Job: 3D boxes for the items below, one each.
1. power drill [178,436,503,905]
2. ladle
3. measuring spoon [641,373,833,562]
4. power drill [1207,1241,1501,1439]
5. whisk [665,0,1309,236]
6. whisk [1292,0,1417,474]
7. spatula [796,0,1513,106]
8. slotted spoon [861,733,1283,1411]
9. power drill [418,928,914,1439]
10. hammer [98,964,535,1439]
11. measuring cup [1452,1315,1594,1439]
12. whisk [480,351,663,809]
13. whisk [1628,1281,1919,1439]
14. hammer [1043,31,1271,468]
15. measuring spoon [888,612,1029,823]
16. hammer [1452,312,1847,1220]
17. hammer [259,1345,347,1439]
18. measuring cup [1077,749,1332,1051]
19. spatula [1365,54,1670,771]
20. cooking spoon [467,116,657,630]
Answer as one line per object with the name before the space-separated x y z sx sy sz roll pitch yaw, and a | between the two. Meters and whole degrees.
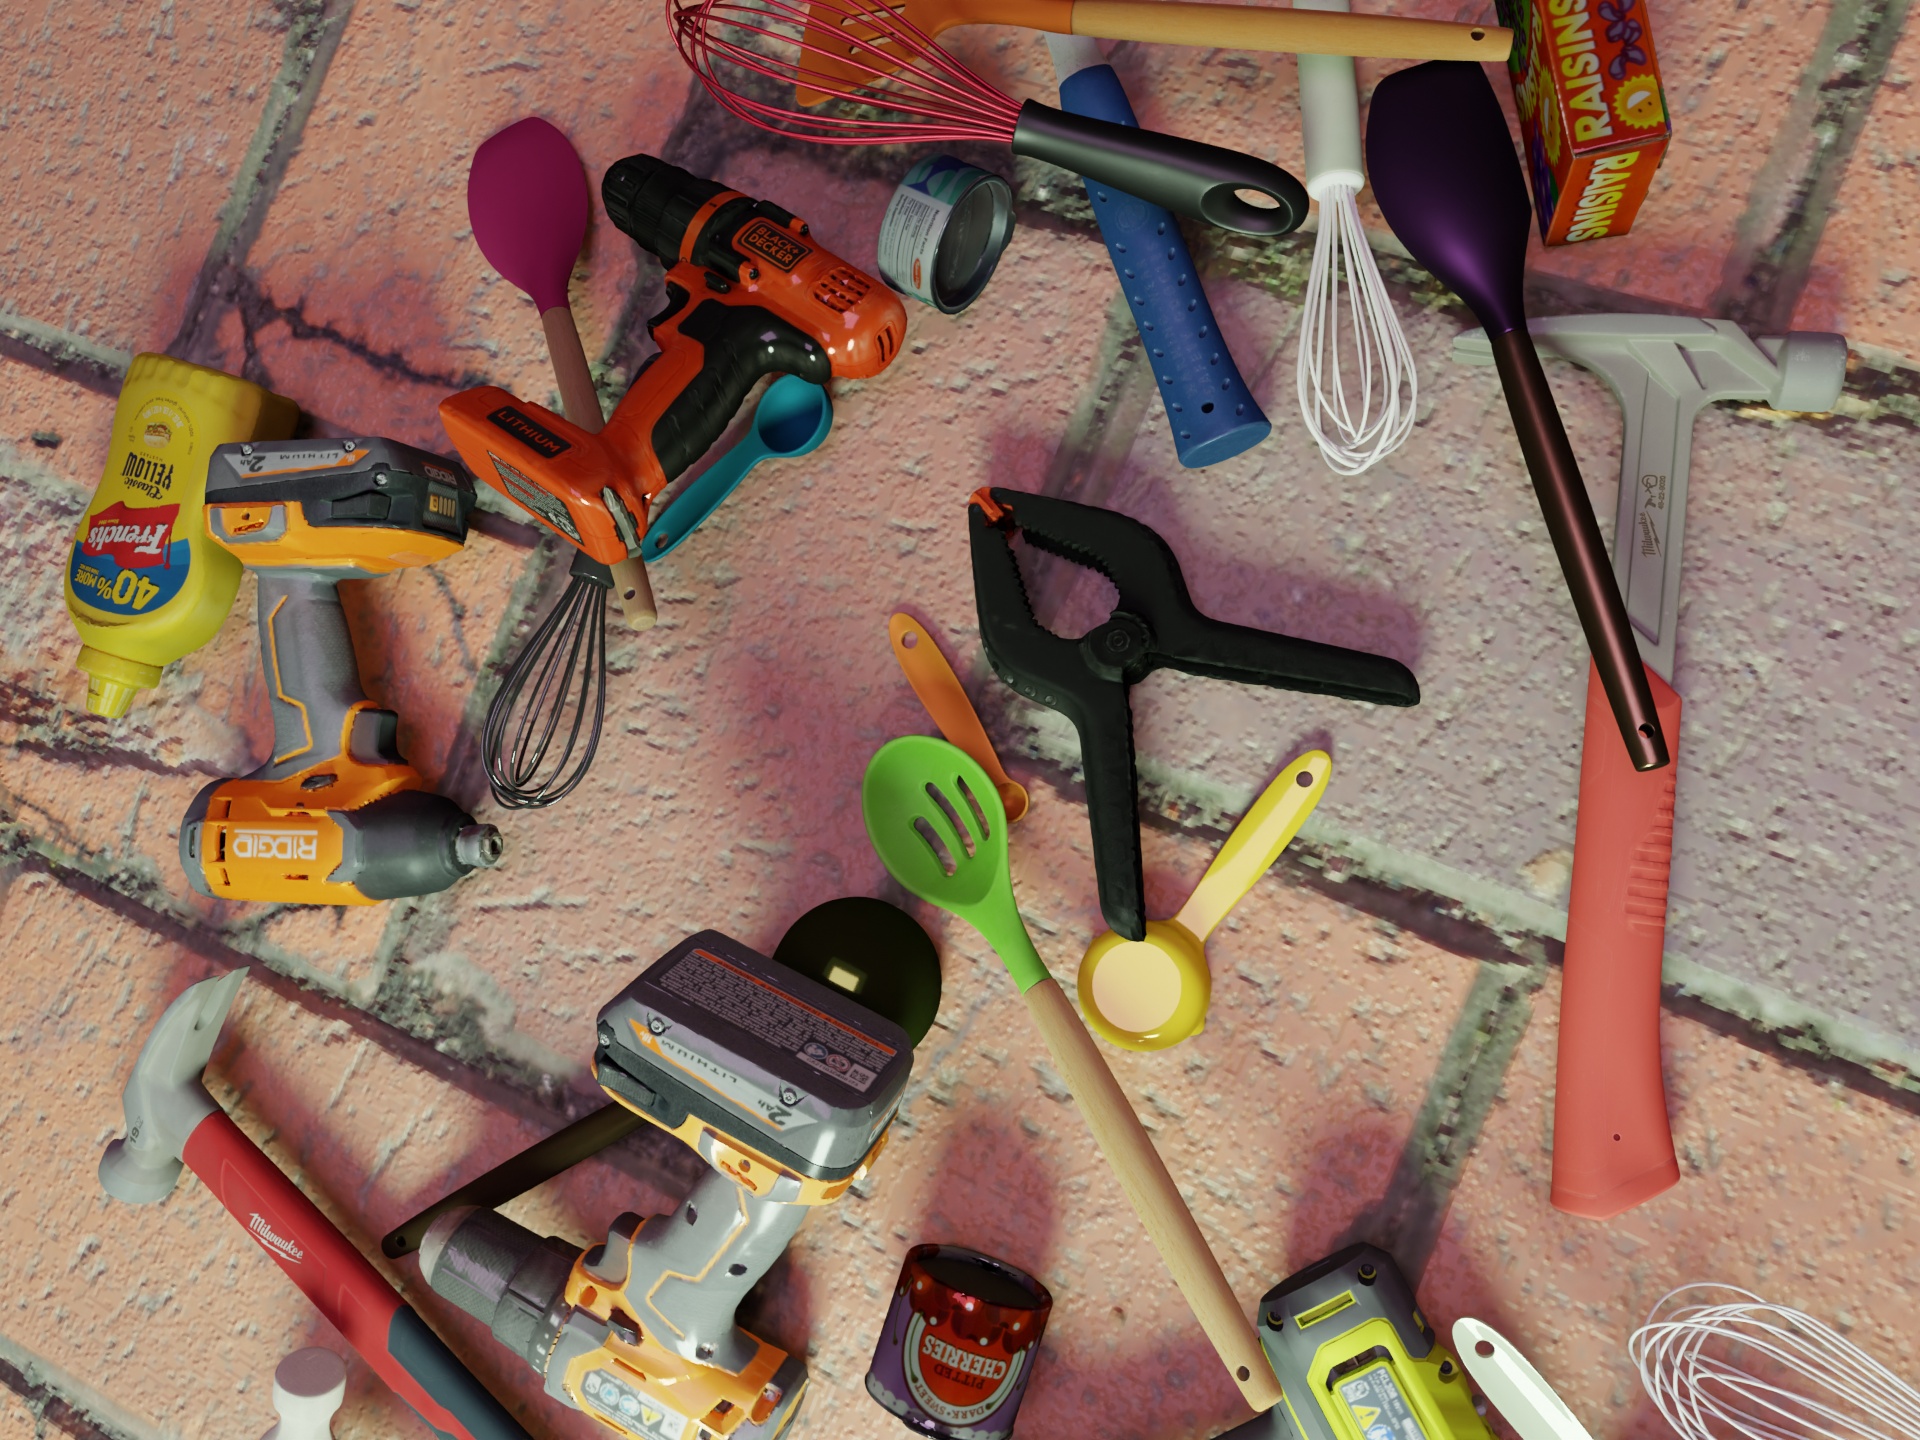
power drill | -0.299 -0.021 0.791 0.164 0.084 0.226 1 87 16
ladle | -0.147 0.179 0.744 0.320 0.062 0.078 -32 84 18
measuring spoon | -0.108 -0.118 0.780 0.128 0.021 0.042 -40 62 18
power drill | 0.115 0.340 0.620 0.228 0.080 0.191 -30 75 8
whisk | 0.008 -0.263 0.686 0.296 0.073 0.073 20 89 6
whisk | 0.165 -0.226 0.696 0.057 0.059 0.246 3 78 -20
spatula | 0.076 -0.307 0.706 0.322 0.041 0.081 10 86 13
slotted spoon | 0.044 0.134 0.661 0.070 0.031 0.314 -45 60 25
power drill | -0.132 0.203 0.677 0.185 0.084 0.226 25 113 11
hammer | -0.256 0.284 0.745 0.386 0.038 0.143 38 112 15
measuring cup | 0.242 0.282 0.592 0.083 0.038 0.167 -43 84 18
whisk | -0.178 -0.070 0.772 0.055 0.055 0.239 13 80 18
whisk | 0.380 0.281 0.559 0.285 0.070 0.070 23 90 14
hammer | 0.049 -0.306 0.743 0.144 0.035 0.406 -21 78 13
measuring spoon | -0.001 -0.002 0.734 0.021 0.011 0.117 -37 71 15
hammer | 0.259 0.013 0.639 0.149 0.036 0.359 6 84 17
hammer | -0.185 0.412 0.694 0.331 0.031 0.130 25 114 20
measuring cup | 0.107 0.075 0.679 0.062 0.029 0.156 38 96 17
spatula | 0.226 -0.130 0.639 0.060 0.018 0.316 -16 75 10
cooking spoon | -0.193 -0.180 0.784 0.069 0.017 0.319 -25 66 10
